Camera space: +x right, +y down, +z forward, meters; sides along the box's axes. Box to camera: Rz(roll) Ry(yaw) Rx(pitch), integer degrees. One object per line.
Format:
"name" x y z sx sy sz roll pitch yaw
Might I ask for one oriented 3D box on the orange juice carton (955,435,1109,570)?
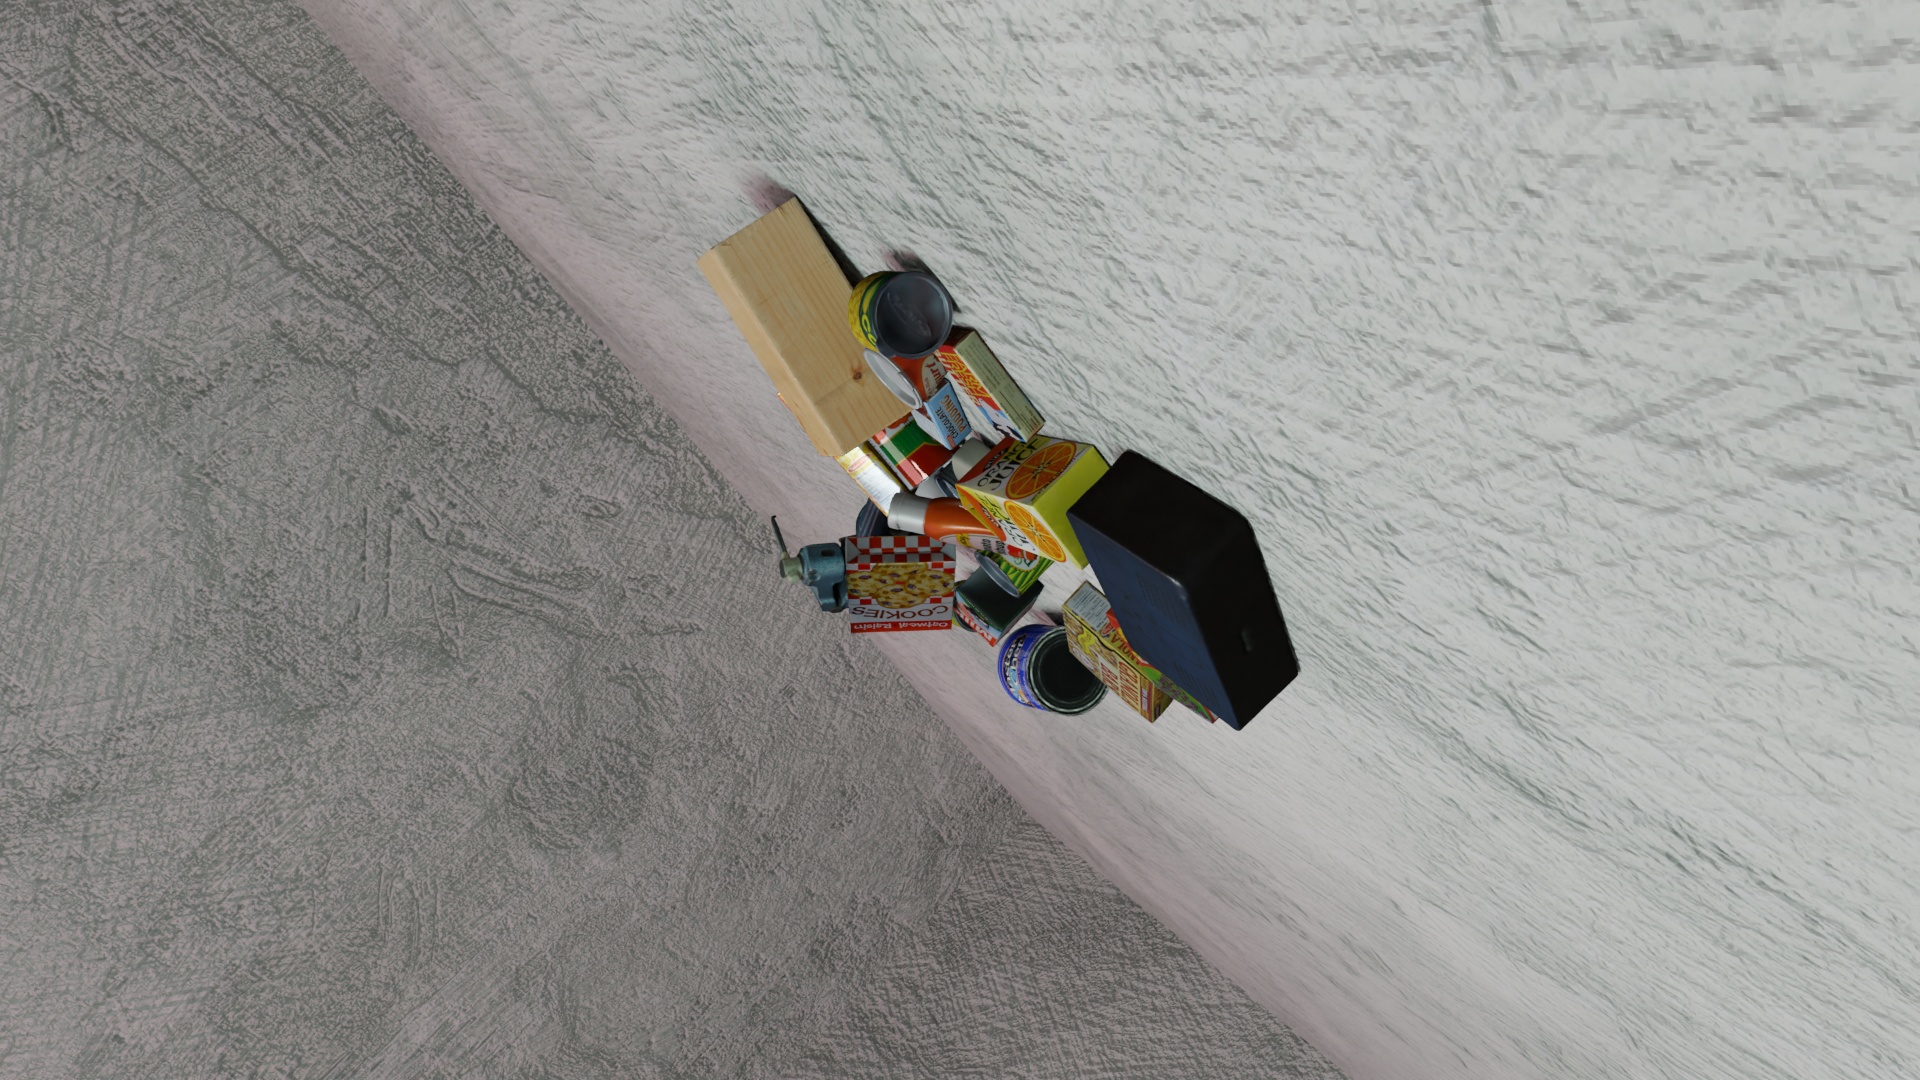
"orange juice carton" 0.061 -0.039 1.161 0.073 0.072 0.193 50 168 -22

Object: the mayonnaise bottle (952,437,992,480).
"mayonnaise bottle" 0.057 -0.037 1.276 0.148 0.041 0.064 38 169 31

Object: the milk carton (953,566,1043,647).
"milk carton" 0.041 0.073 1.663 0.072 0.073 0.190 44 170 7

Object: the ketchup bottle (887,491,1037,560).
"ketchup bottle" 0.005 -0.017 1.358 0.149 0.043 0.064 11 162 10

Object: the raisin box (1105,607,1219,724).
"raisin box" 0.197 0.106 1.288 0.086 0.040 0.123 34 166 50

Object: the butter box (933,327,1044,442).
"butter box" 0.021 -0.126 1.116 0.103 0.024 0.053 50 168 -24

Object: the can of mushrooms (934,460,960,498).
"can of mushrooms" 0.009 -0.051 1.424 0.071 0.033 0.071 43 169 11

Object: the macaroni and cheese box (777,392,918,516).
"macaroni and cheese box" -0.105 -0.117 1.428 0.166 0.040 0.124 47 -157 -12

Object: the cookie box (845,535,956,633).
"cookie box" -0.069 0.051 1.608 0.166 0.123 0.040 94 174 -59

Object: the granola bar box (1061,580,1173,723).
"granola bar box" 0.166 0.120 1.457 0.124 0.039 0.165 41 169 20

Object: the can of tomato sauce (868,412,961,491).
"can of tomato sauce" -0.048 -0.102 1.356 0.083 0.071 0.071 50 169 -5

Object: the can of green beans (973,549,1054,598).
"can of green beans" 0.057 0.016 1.427 0.071 0.058 0.071 43 169 10

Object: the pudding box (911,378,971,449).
"pudding box" -0.025 -0.125 1.281 0.050 0.030 0.083 40 168 32

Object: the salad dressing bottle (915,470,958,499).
"salad dressing bottle" -0.014 -0.046 1.505 0.148 0.044 0.064 39 169 33

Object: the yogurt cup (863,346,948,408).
"yogurt cup" -0.040 -0.153 1.166 0.072 0.054 0.072 43 169 11

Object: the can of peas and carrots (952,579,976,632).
"can of peas and carrots" 0.012 0.084 1.838 0.071 0.071 0.058 48 170 -12

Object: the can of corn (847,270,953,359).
"can of corn" -0.049 -0.174 1.074 0.071 0.071 0.058 50 169 -24
